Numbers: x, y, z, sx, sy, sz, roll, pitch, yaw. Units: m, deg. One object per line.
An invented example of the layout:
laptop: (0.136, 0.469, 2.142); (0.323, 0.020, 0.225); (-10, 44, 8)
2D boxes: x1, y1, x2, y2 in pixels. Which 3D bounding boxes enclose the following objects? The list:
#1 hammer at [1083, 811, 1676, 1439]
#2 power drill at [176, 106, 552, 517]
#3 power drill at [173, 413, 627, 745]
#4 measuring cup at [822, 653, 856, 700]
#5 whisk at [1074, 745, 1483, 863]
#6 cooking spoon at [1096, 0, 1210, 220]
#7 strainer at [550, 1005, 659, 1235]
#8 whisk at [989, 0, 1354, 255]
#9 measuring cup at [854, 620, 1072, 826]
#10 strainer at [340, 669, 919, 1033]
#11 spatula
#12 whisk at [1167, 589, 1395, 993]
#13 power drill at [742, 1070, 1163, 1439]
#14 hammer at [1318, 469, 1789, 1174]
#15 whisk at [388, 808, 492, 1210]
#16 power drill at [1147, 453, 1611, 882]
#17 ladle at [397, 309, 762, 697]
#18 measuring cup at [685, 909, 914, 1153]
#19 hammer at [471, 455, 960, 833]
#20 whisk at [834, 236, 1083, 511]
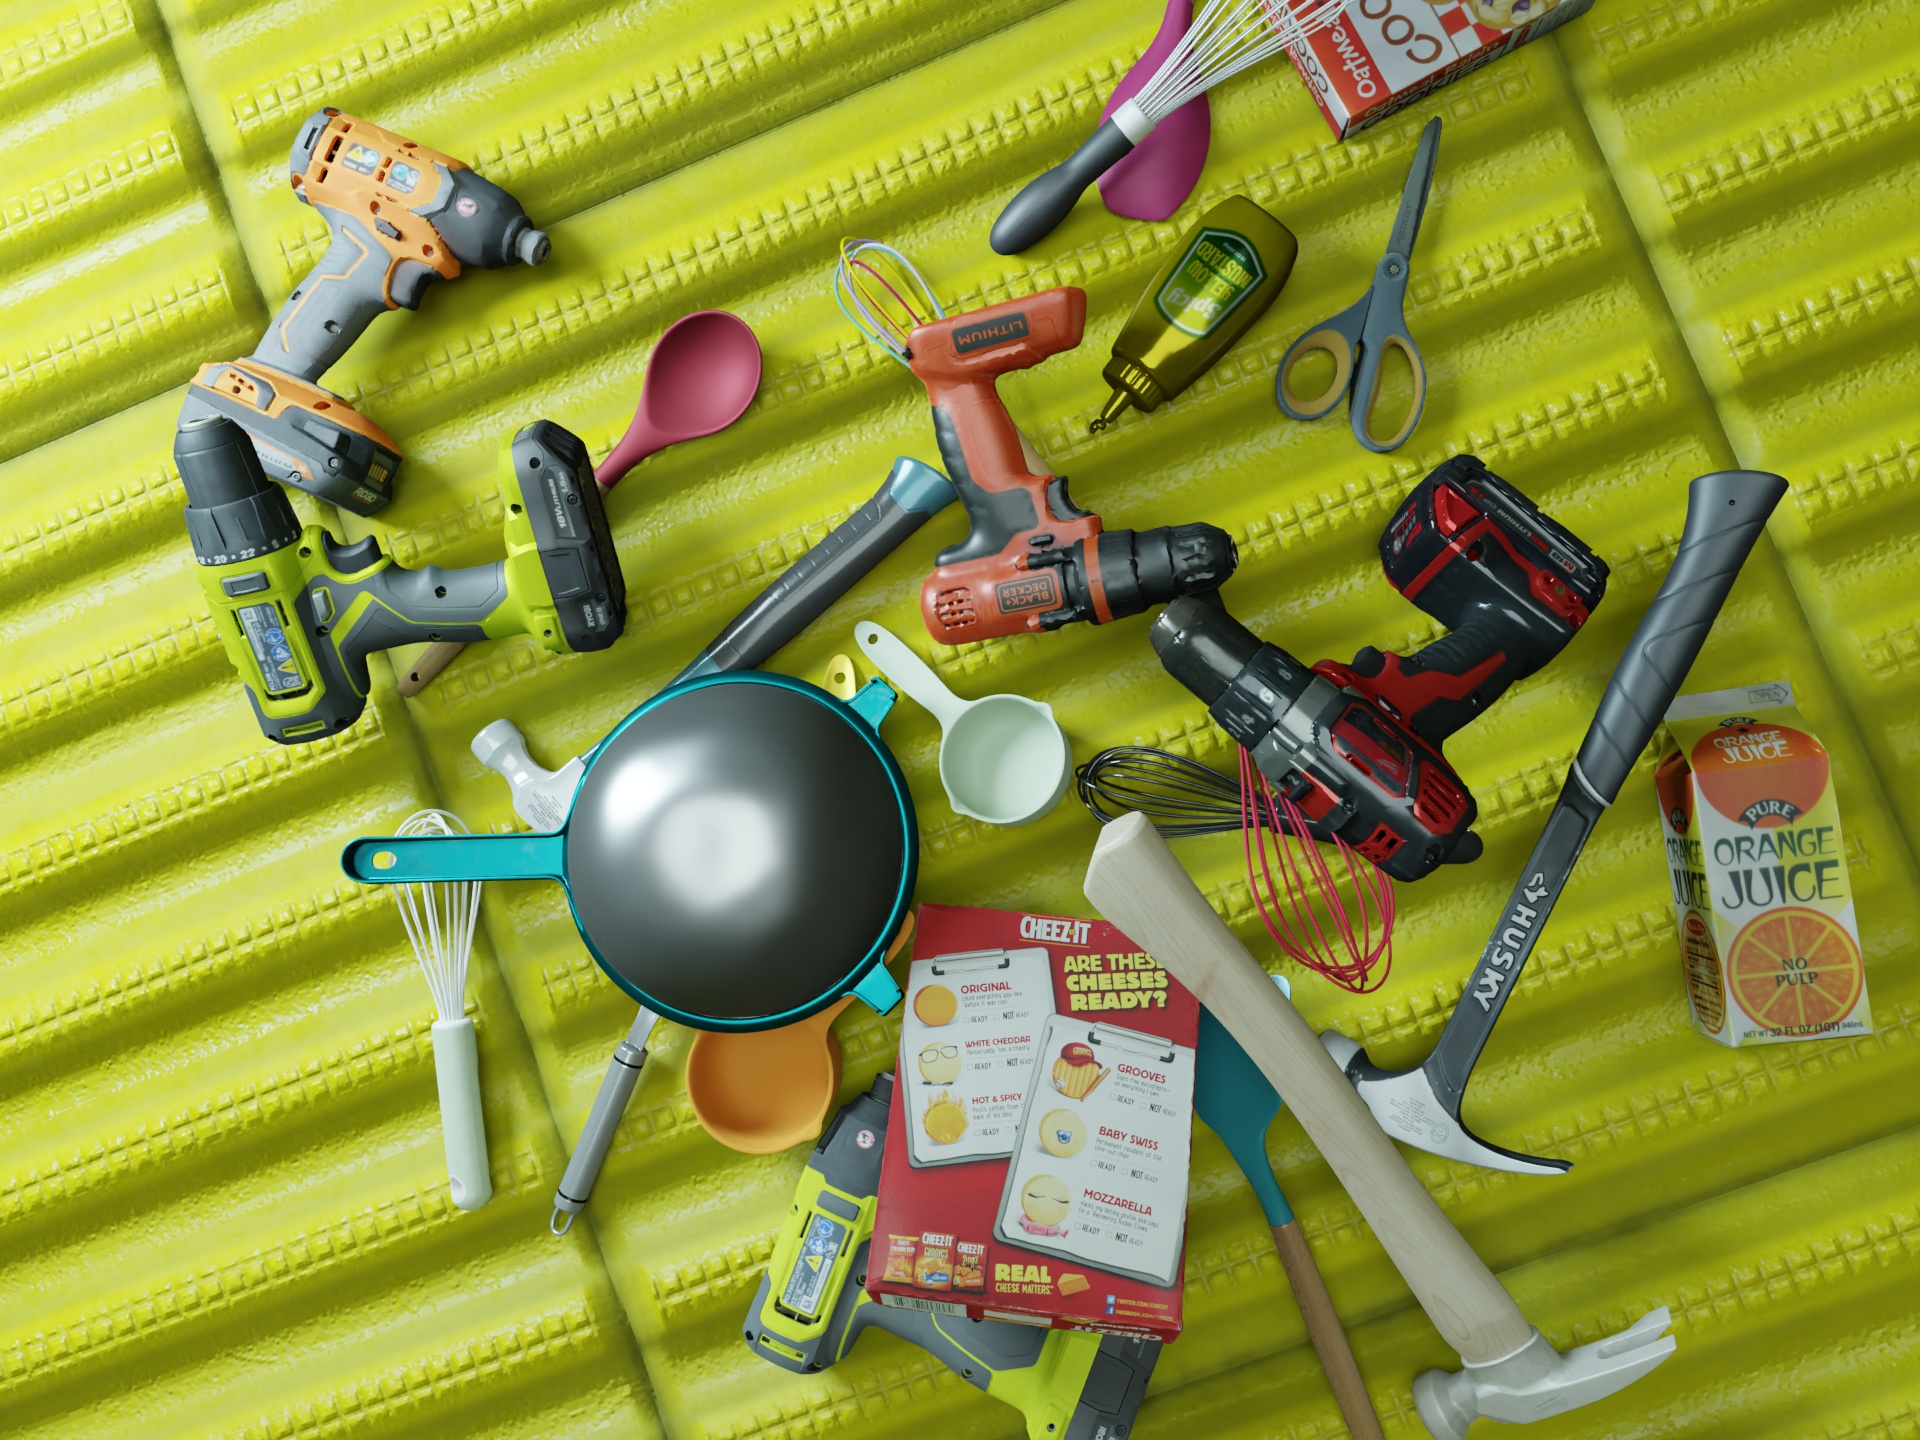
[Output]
hammer: (0.208, 0.210, 0.836); (0.146, 0.038, 0.410); (-33, 102, 24)
power drill: (-0.361, -0.246, 0.978); (0.164, 0.084, 0.226); (23, 87, 5)
power drill: (-0.325, -0.099, 0.923); (0.228, 0.080, 0.190); (-12, 114, -3)
measuring cup: (-0.076, 0.038, 0.964); (0.062, 0.029, 0.157); (2, 76, 6)
whisk: (0.183, 0.054, 0.921); (0.239, 0.055, 0.055); (10, 88, 3)
cooking spoon: (0.138, -0.460, 0.963); (0.069, 0.017, 0.319); (12, 89, 6)
strainer: (-0.195, 0.195, 0.959); (0.087, 0.050, 0.258); (24, 93, 22)
whisk: (0.125, -0.368, 0.918); (0.284, 0.070, 0.070); (-39, 84, 20)
measuring cup: (-0.002, -0.003, 0.954); (0.168, 0.038, 0.083); (43, 94, 23)
strainer: (-0.196, 0.071, 0.891); (0.340, 0.095, 0.211); (-2, 82, 4)
spatula: (0.199, 0.304, 0.910); (0.082, 0.044, 0.317); (-19, 93, 35)
whisk: (0.167, 0.014, 0.885); (0.073, 0.073, 0.296); (-22, 64, 5)
power drill: (0.006, 0.317, 0.913); (0.223, 0.080, 0.171); (21, 85, 9)
hammer: (0.337, 0.054, 0.859); (0.149, 0.036, 0.409); (28, 98, 28)
whisk: (-0.311, 0.177, 0.971); (0.058, 0.059, 0.246); (-6, 90, 43)
power drill: (0.223, -0.045, 0.850); (0.188, 0.080, 0.227); (40, 60, 6)
ladle: (-0.239, -0.129, 0.985); (0.069, 0.031, 0.315); (45, 94, 0)
measuring cup: (-0.085, 0.176, 0.941); (0.095, 0.052, 0.173); (43, 90, 7)
hammer: (-0.137, -0.043, 0.966); (0.331, 0.033, 0.128); (-41, 83, 3)
whisk: (0.004, -0.193, 0.954); (0.051, 0.047, 0.245); (-38, 87, 2)
